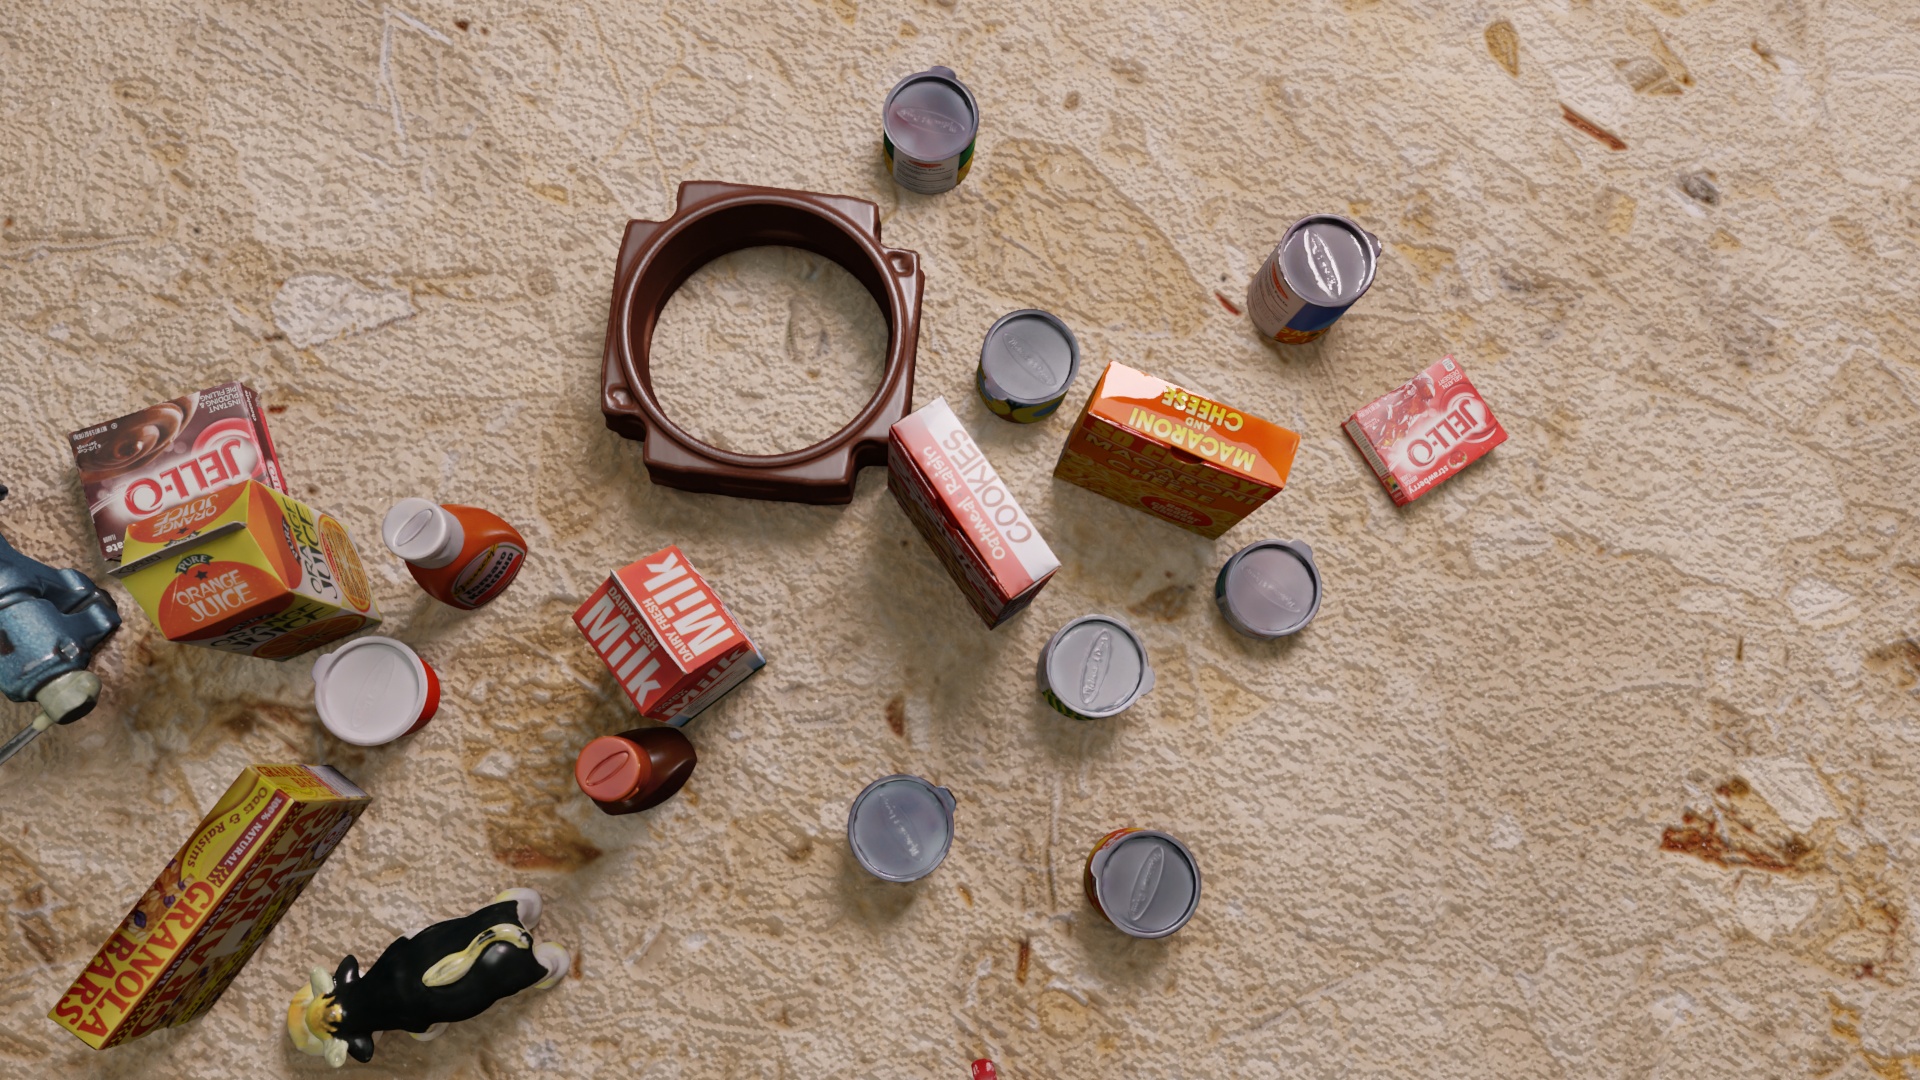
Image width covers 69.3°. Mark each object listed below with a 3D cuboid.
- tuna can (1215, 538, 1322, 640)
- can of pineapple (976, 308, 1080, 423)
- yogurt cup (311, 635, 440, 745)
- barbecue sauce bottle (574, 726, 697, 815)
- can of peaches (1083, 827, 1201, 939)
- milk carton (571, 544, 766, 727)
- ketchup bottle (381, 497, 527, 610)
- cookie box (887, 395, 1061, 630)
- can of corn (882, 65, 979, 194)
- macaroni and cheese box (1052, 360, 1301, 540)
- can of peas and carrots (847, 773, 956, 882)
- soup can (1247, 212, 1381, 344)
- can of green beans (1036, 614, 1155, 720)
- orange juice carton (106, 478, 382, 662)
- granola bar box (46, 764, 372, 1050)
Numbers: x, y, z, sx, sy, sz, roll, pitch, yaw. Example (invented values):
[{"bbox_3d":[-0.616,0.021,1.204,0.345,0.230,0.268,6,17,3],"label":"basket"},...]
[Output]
[{"bbox_3d":[0.210,0.032,0.942,0.071,0.032,0.071,1,80,-3],"label":"tuna can"},{"bbox_3d":[0.043,-0.117,0.946,0.071,0.057,0.071,1,80,-3],"label":"can of pineapple"},{"bbox_3d":[-0.367,0.097,0.885,0.072,0.054,0.072,1,80,-3],"label":"yogurt cup"},{"bbox_3d":[-0.199,0.139,0.839,0.065,0.148,0.044,-37,84,-8],"label":"barbecue sauce bottle"},{"bbox_3d":[0.113,0.217,0.889,0.071,0.058,0.071,1,80,-3],"label":"can of peaches"},{"bbox_3d":[-0.173,0.059,0.834,0.073,0.190,0.072,-37,84,-8],"label":"milk carton"},{"bbox_3d":[-0.314,0.005,0.857,0.043,0.148,0.065,40,80,4],"label":"ketchup bottle"},{"bbox_3d":[0.003,-0.011,0.869,0.040,0.167,0.123,-34,84,-8],"label":"cookie box"},{"bbox_3d":[-0.021,-0.287,0.974,0.071,0.058,0.071,1,80,-3],"label":"can of corn"},{"bbox_3d":[0.132,-0.052,0.885,0.124,0.166,0.040,22,80,1],"label":"macaroni and cheese box"},{"bbox_3d":[-0.036,0.181,0.887,0.071,0.058,0.071,1,80,-3],"label":"can of peas and carrots"},{"bbox_3d":[0.243,-0.179,0.957,0.071,0.083,0.071,1,80,-3],"label":"soup can"},{"bbox_3d":[0.086,0.085,0.912,0.071,0.057,0.071,1,80,-3],"label":"can of green beans"},{"bbox_3d":[-0.421,0.019,0.825,0.072,0.192,0.073,-22,82,-7],"label":"orange juice carton"},{"bbox_3d":[-0.436,0.212,0.824,0.039,0.124,0.166,35,80,3],"label":"granola bar box"}]
